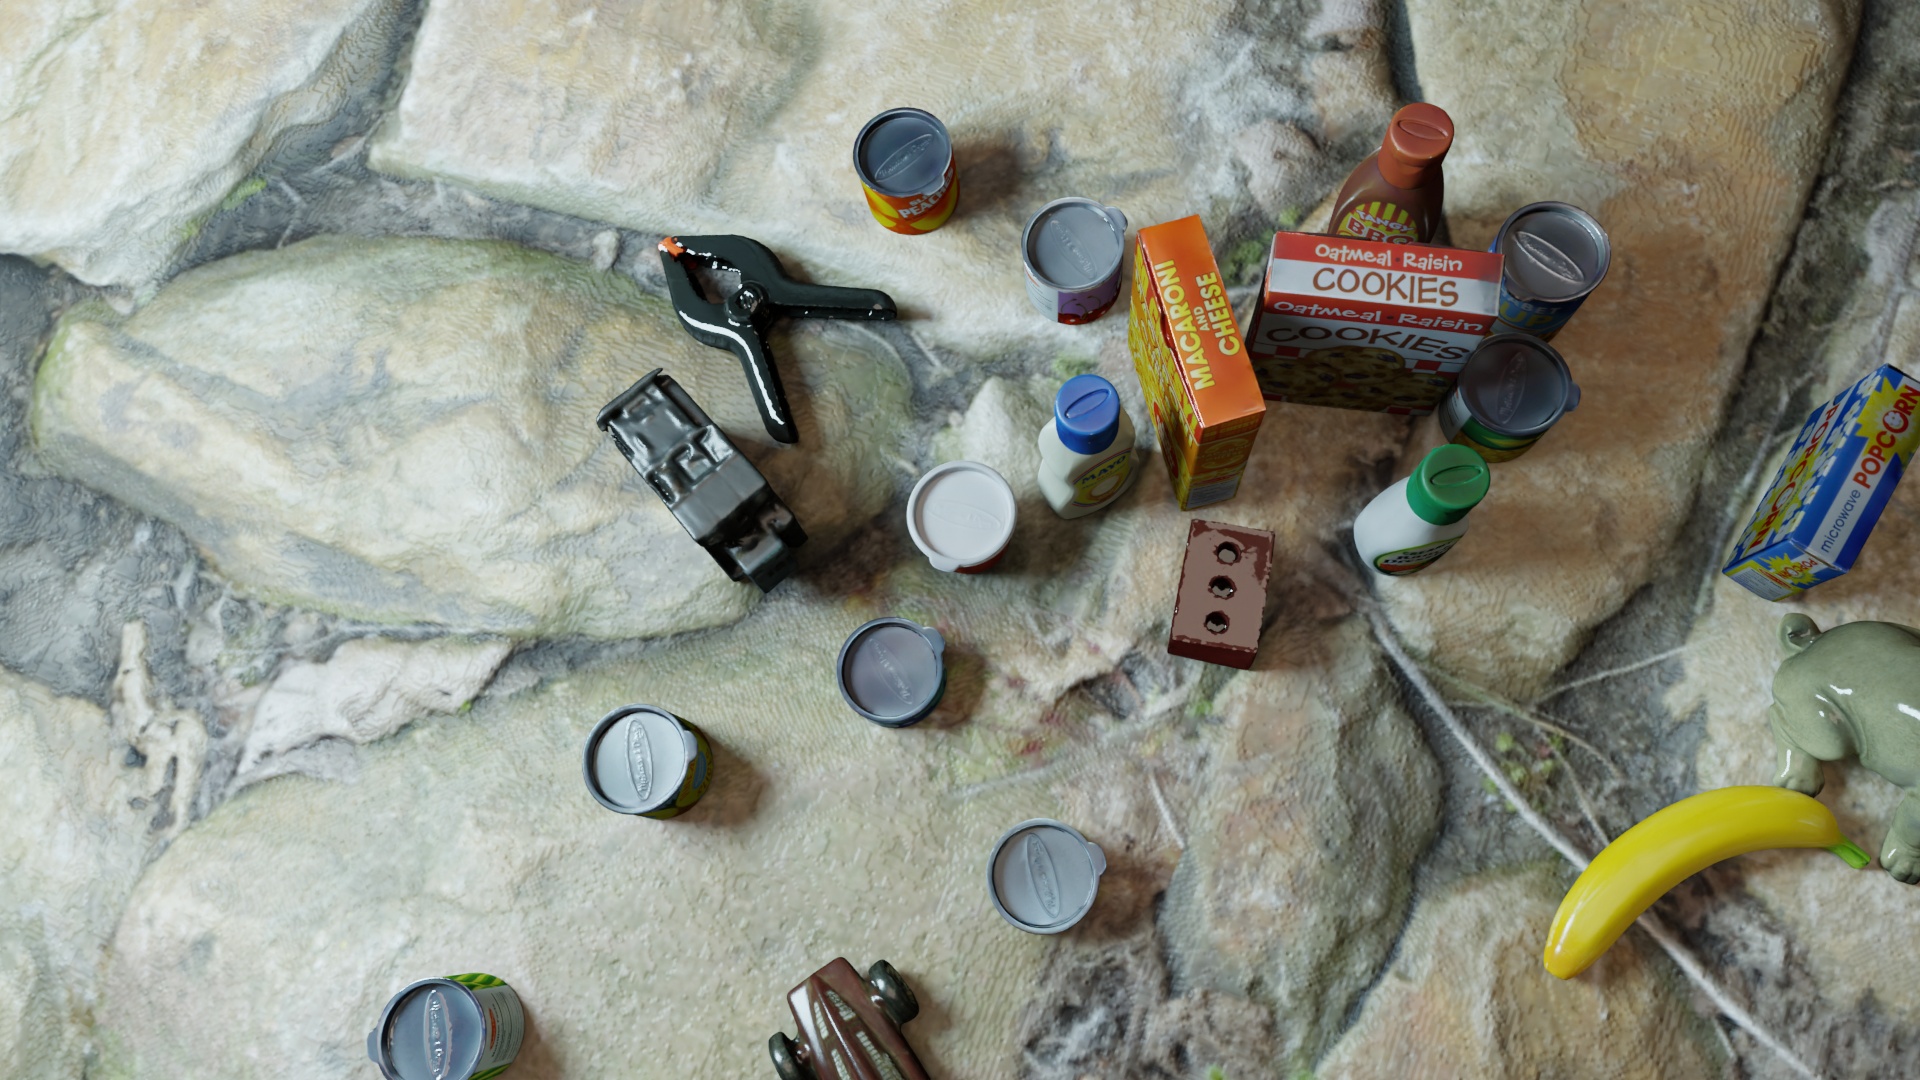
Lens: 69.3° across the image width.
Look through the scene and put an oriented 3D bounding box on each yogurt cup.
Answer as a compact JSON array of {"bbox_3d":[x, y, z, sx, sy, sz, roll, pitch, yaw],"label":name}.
[{"bbox_3d":[0.003,-0.011,0.874,0.072,0.054,0.072,-1,75,5],"label":"yogurt cup"}]

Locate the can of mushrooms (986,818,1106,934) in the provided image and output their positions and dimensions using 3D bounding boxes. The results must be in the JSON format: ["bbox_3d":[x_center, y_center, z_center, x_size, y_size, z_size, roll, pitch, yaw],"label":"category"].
[{"bbox_3d":[0.052,0.199,0.824,0.071,0.033,0.071,-1,75,5],"label":"can of mushrooms"}]

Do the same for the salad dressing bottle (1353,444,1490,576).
[{"bbox_3d":[0.267,-0.016,0.802,0.064,0.147,0.044,-12,75,2],"label":"salad dressing bottle"}]

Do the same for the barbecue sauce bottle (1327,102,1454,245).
[{"bbox_3d":[0.268,-0.214,0.855,0.065,0.148,0.044,20,78,10],"label":"barbecue sauce bottle"}]

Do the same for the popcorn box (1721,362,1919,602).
[{"bbox_3d":[0.510,-0.031,0.815,0.038,0.085,0.127,32,80,12],"label":"popcorn box"}]

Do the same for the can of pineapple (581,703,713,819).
[{"bbox_3d":[-0.188,0.137,0.851,0.071,0.057,0.071,-1,75,5],"label":"can of pineapple"}]

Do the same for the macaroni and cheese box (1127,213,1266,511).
[{"bbox_3d":[0.136,-0.099,0.827,0.040,0.166,0.124,-16,75,1],"label":"macaroni and cheese box"}]

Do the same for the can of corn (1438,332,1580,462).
[{"bbox_3d":[0.338,-0.086,0.860,0.071,0.058,0.071,-1,75,5],"label":"can of corn"}]

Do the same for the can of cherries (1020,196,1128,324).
[{"bbox_3d":[0.077,-0.183,0.911,0.071,0.058,0.071,-1,75,5],"label":"can of cherries"}]

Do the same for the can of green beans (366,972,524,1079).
[{"bbox_3d":[-0.300,0.290,0.820,0.071,0.057,0.071,-1,75,5],"label":"can of green beans"}]

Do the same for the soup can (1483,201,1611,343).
[{"bbox_3d":[0.354,-0.161,0.866,0.071,0.083,0.071,-1,75,5],"label":"soup can"}]

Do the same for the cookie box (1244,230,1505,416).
[{"bbox_3d":[0.236,-0.125,0.824,0.123,0.167,0.040,7,76,7],"label":"cookie box"}]

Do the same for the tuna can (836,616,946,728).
[{"bbox_3d":[-0.040,0.081,0.864,0.071,0.032,0.071,-1,75,5],"label":"tuna can"}]

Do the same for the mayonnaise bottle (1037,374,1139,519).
[{"bbox_3d":[0.076,-0.056,0.831,0.065,0.147,0.041,-30,75,-3],"label":"mayonnaise bottle"}]

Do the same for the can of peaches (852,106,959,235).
[{"bbox_3d":[-0.034,-0.247,0.939,0.071,0.058,0.071,-1,75,5],"label":"can of peaches"}]
